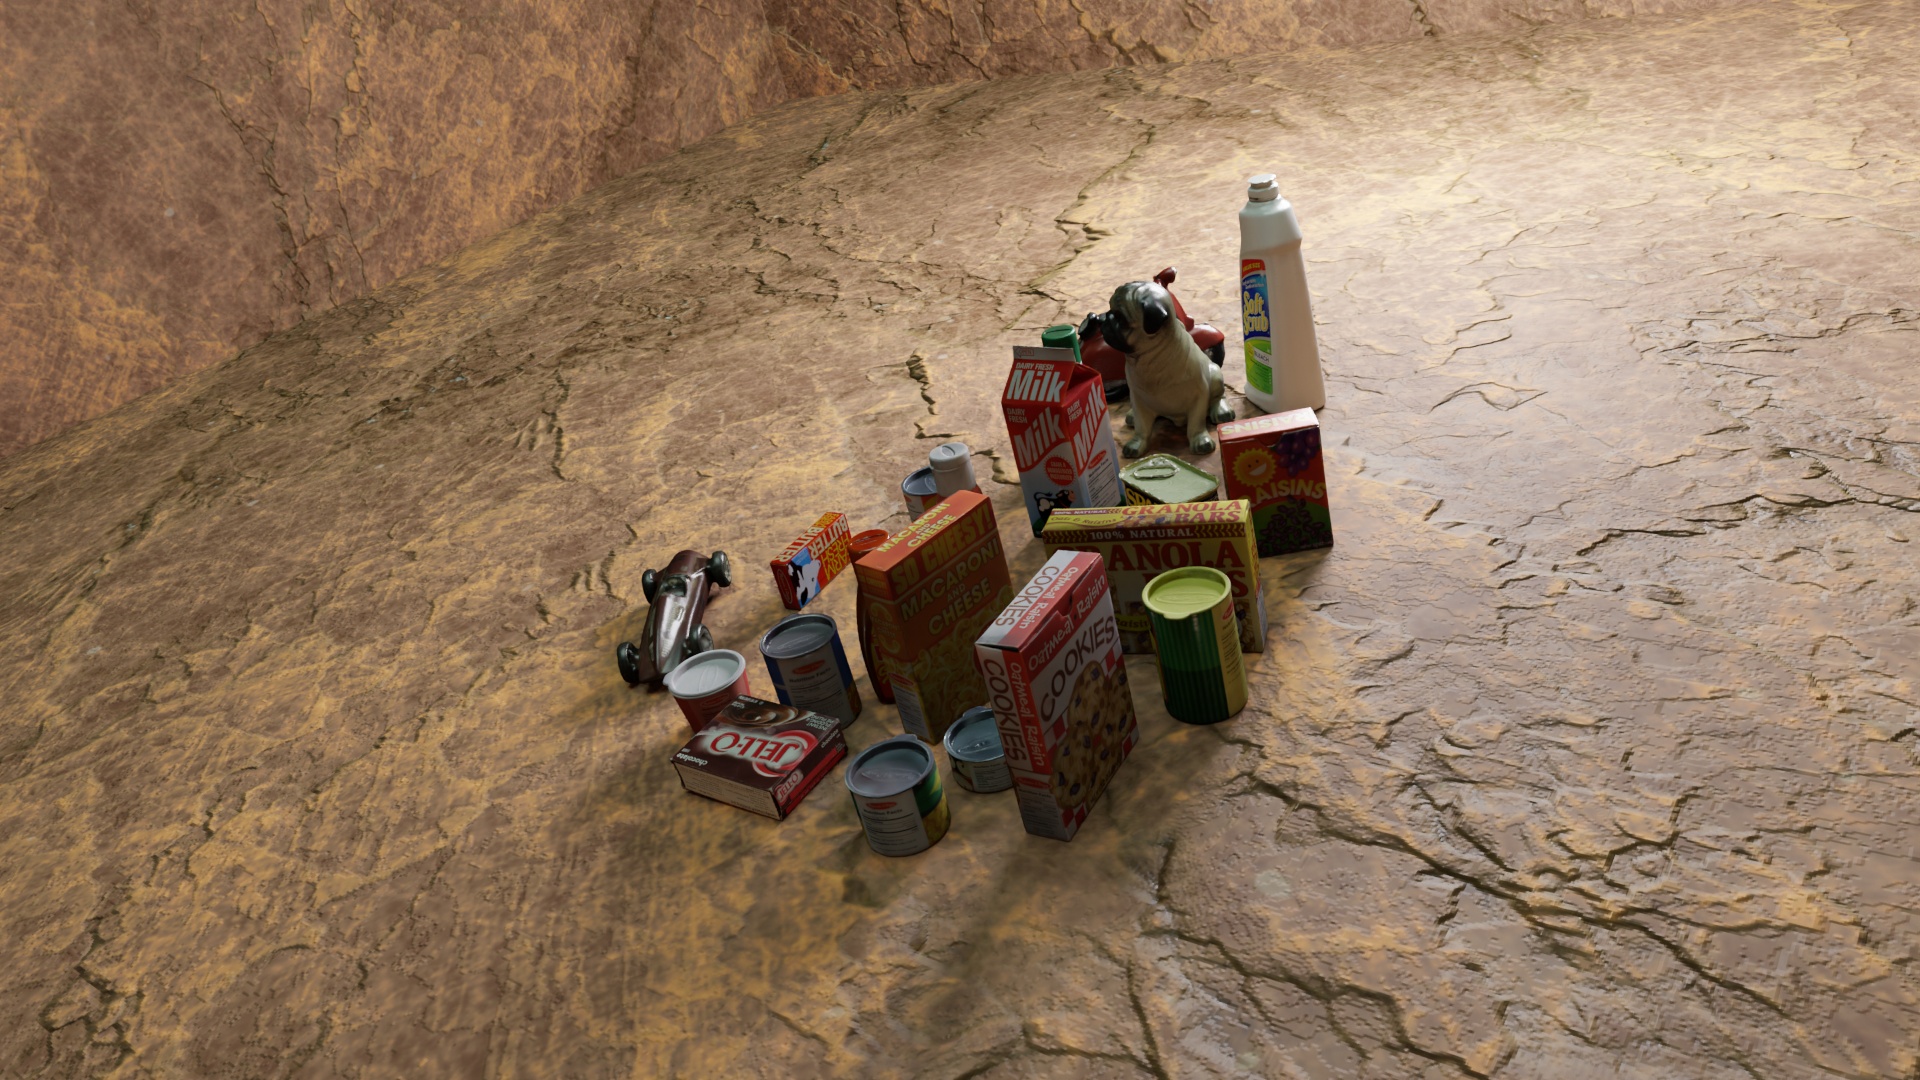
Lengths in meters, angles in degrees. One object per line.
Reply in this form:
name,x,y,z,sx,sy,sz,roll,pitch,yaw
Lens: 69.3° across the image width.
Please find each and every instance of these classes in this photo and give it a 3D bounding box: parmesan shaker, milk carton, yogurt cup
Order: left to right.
yogurt cup,-0.212,0.134,1.197,0.072,0.053,0.073,-11,28,6
milk carton,0.097,-0.098,1.332,0.072,0.189,0.074,8,35,37
parmesan shaker,0.178,0.082,1.056,0.071,0.102,0.071,-11,28,6

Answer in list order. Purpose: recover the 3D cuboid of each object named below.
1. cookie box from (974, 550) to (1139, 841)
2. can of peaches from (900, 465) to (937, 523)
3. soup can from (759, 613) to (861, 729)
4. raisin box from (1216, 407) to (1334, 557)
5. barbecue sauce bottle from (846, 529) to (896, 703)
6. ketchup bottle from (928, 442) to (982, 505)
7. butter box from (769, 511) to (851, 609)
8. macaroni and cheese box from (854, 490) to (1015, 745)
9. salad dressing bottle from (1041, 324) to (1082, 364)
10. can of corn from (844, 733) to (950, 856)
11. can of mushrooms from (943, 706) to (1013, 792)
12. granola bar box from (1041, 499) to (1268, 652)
cookie box,0.074,0.108,0.987,0.040,0.166,0.123,5,33,33
can of peaches,-0.020,-0.039,1.420,0.071,0.057,0.071,-11,28,6
soup can,-0.125,0.112,1.165,0.071,0.083,0.072,-11,28,6
raisin box,0.278,-0.049,1.226,0.086,0.123,0.040,-10,28,10
barbecue sauce bottle,-0.058,0.062,1.156,0.065,0.148,0.044,-16,28,-3
ketchup bottle,0.005,-0.016,1.269,0.043,0.148,0.065,-21,28,-12
butter box,-0.145,0.019,1.379,0.024,0.053,0.104,4,33,32
macaroni and cheese box,-0.012,0.061,1.117,0.040,0.165,0.124,14,39,43
salad dressing bottle,0.117,-0.154,1.471,0.064,0.147,0.044,-5,29,17
can of corn,-0.044,0.186,1.017,0.071,0.058,0.071,-11,28,6
can of mushrooms,0.023,0.159,1.063,0.071,0.033,0.071,-11,28,6
granola bar box,0.160,0.031,1.134,0.165,0.123,0.039,-2,30,22
